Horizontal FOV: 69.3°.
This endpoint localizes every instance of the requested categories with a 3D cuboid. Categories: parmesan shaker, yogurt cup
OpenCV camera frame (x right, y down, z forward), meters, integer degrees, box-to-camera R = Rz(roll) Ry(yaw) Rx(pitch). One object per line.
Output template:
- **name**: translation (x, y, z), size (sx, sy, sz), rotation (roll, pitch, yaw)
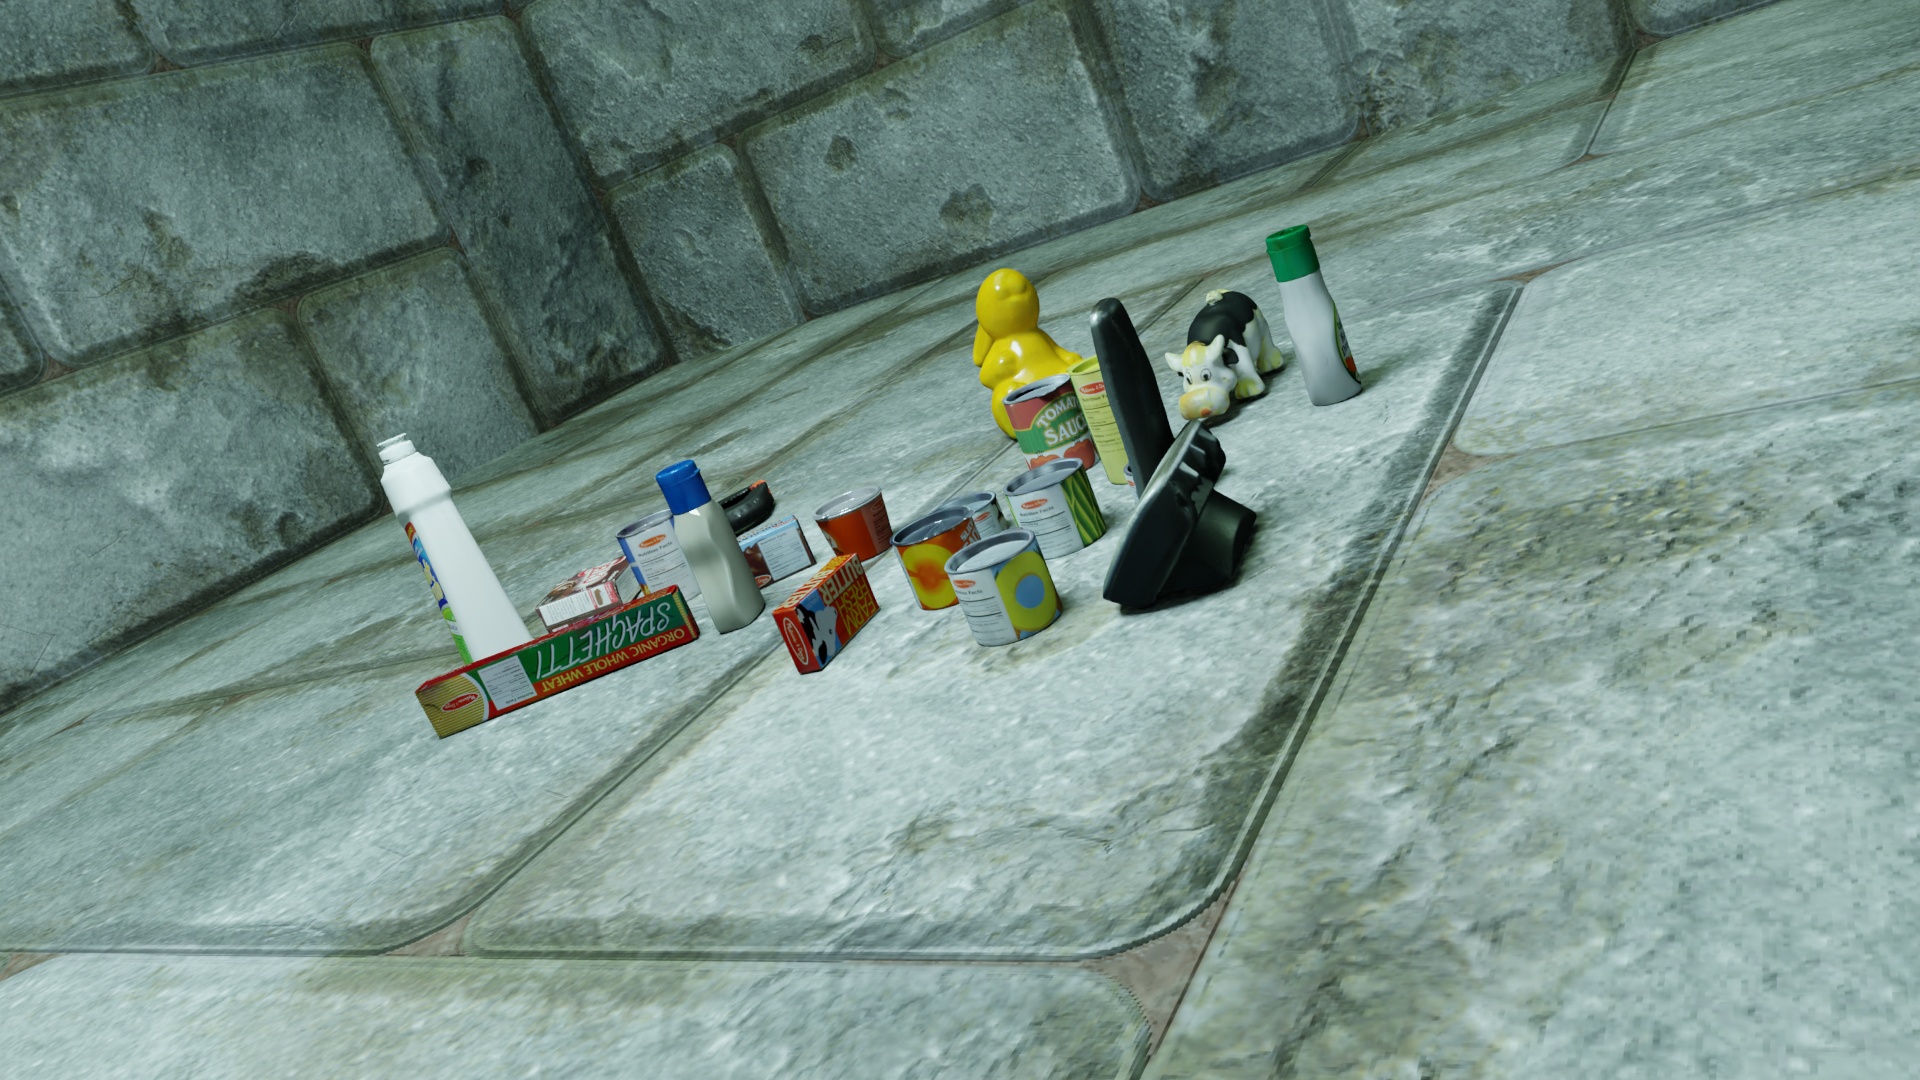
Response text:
- **parmesan shaker**: translation (0.138, -0.107, 1.181), size (0.071, 0.103, 0.071), rotation (-20, 15, 6)
- **yogurt cup**: translation (-0.095, -0.013, 1.271), size (0.072, 0.053, 0.072), rotation (-20, 16, 6)

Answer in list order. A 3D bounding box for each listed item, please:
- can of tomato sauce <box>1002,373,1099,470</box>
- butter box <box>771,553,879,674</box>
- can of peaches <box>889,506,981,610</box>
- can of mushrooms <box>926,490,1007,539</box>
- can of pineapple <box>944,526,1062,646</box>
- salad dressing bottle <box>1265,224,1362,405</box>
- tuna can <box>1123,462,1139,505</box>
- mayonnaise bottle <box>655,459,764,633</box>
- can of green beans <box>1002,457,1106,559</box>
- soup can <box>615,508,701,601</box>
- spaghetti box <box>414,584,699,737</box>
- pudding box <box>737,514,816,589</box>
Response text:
- **can of tomato sauce**: translation (0.084, -0.102, 1.272), size (0.071, 0.083, 0.071), rotation (-20, 15, 6)
- **butter box**: translation (-0.101, 0.054, 1.059), size (0.024, 0.053, 0.104), rotation (-13, 18, 29)
- **can of peaches**: translation (-0.011, 0.013, 1.065), size (0.071, 0.058, 0.071), rotation (-20, 16, 6)
- **can of mushrooms**: translation (0.004, -0.015, 1.182), size (0.071, 0.033, 0.071), rotation (-20, 16, 6)
- **can of pineapple**: translation (0.031, 0.031, 0.950), size (0.071, 0.057, 0.071), rotation (-20, 16, 6)
- **salad dressing bottle**: translation (0.293, -0.188, 1.160), size (0.044, 0.147, 0.064), rotation (-16, 17, 23)
- **tuna can**: translation (0.167, -0.053, 1.092), size (0.071, 0.032, 0.071), rotation (-20, 16, 6)
- **mayonnaise bottle**: translation (-0.219, 0.003, 1.207), size (0.041, 0.147, 0.065), rotation (-18, 16, 13)
- **can of green beans**: translation (0.073, -0.025, 1.078), size (0.071, 0.057, 0.071), rotation (-20, 16, 6)
- **soup can**: translation (-0.294, 0.018, 1.378), size (0.071, 0.083, 0.071), rotation (-20, 15, 6)
- **spaghetti box**: translation (-0.354, 0.106, 1.228), size (0.250, 0.050, 0.029), rotation (-21, 15, 2)
- **pudding box**: translation (-0.184, 0.015, 1.305), size (0.084, 0.049, 0.030), rotation (-25, 16, -10)
